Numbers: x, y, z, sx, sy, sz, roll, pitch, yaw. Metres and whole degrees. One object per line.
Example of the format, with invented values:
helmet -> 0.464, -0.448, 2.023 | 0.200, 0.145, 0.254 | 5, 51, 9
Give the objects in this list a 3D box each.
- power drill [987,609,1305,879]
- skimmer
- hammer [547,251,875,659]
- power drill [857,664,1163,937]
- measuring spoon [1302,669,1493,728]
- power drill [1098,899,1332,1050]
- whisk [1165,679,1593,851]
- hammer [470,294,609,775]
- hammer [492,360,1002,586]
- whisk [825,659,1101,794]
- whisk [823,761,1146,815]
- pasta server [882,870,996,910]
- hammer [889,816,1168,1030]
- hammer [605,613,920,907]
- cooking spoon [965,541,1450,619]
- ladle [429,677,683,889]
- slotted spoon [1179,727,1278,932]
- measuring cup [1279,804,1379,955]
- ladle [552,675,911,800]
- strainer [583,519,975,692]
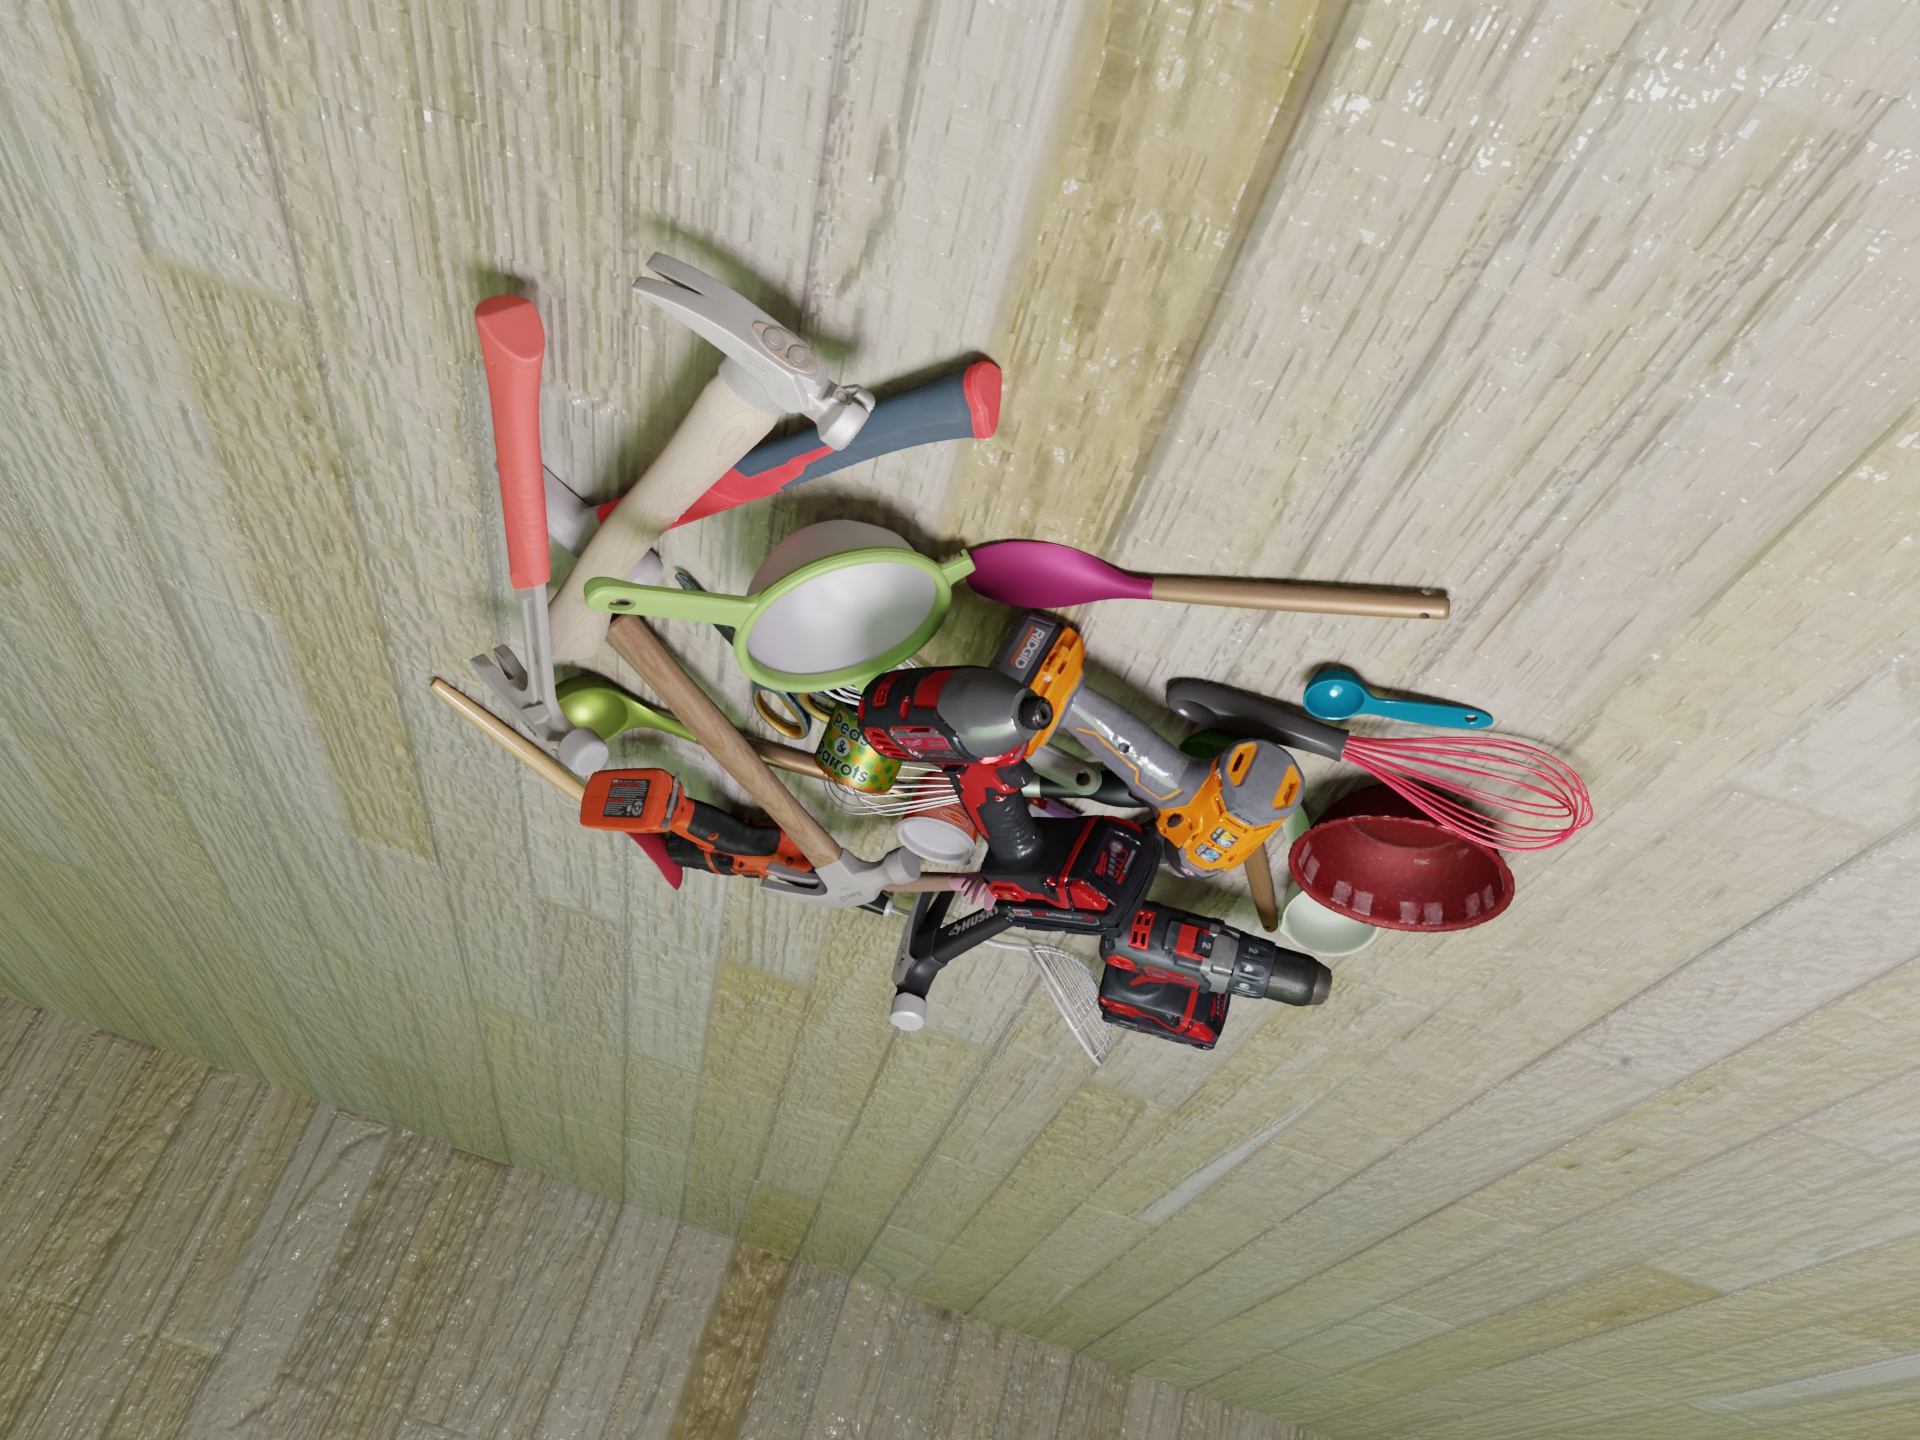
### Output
power drill -> 0.113, 0.032, 1.128 | 0.226, 0.084, 0.164 | 30, 149, 3
skimmer -> -0.021, 0.227, 1.524 | 0.363, 0.090, 0.127 | 19, 180, 3
hammer -> -0.211, -0.141, 1.034 | 0.146, 0.038, 0.410 | 34, 145, -16
power drill -> 0.040, 0.049, 1.063 | 0.143, 0.079, 0.219 | -1, 137, 42
measuring spoon -> 0.293, -0.014, 1.067 | 0.128, 0.021, 0.042 | 9, 142, -1
power drill -> 0.208, 0.220, 1.365 | 0.188, 0.080, 0.226 | 14, 160, 7
whisk -> 0.283, 0.024, 1.092 | 0.296, 0.073, 0.073 | 18, 149, 13
hammer -> -0.297, -0.126, 1.072 | 0.149, 0.037, 0.358 | 41, 143, 28
hammer -> -0.138, -0.170, 1.020 | 0.386, 0.038, 0.143 | -12, 136, 39
whisk -> -0.002, -0.004, 1.188 | 0.246, 0.058, 0.059 | 26, -178, -11
whisk -> 0.026, 0.046, 1.261 | 0.284, 0.070, 0.070 | 3, 145, 15
pasta server -> -0.017, 0.147, 1.375 | 0.060, 0.040, 0.316 | 16, 168, -25
hammer -> 0.062, 0.149, 1.358 | 0.035, 0.146, 0.334 | 35, 133, -26
hammer -> -0.178, 0.037, 1.303 | 0.130, 0.031, 0.331 | -24, 119, 29
cooking spoon -> 0.150, -0.083, 1.025 | 0.319, 0.017, 0.068 | 6, 146, 21
ladle -> -0.372, 0.060, 1.499 | 0.315, 0.031, 0.069 | 43, 180, -29
slotted spoon -> 0.226, 0.091, 1.249 | 0.070, 0.031, 0.313 | 11, 150, 25
measuring cup -> 0.280, 0.114, 1.255 | 0.083, 0.038, 0.167 | -14, 120, 21
ladle -> -0.199, 0.028, 1.342 | 0.320, 0.062, 0.078 | 15, 137, -1
strainer -> -0.129, -0.090, 1.039 | 0.256, 0.069, 0.151 | 4, 143, -36
